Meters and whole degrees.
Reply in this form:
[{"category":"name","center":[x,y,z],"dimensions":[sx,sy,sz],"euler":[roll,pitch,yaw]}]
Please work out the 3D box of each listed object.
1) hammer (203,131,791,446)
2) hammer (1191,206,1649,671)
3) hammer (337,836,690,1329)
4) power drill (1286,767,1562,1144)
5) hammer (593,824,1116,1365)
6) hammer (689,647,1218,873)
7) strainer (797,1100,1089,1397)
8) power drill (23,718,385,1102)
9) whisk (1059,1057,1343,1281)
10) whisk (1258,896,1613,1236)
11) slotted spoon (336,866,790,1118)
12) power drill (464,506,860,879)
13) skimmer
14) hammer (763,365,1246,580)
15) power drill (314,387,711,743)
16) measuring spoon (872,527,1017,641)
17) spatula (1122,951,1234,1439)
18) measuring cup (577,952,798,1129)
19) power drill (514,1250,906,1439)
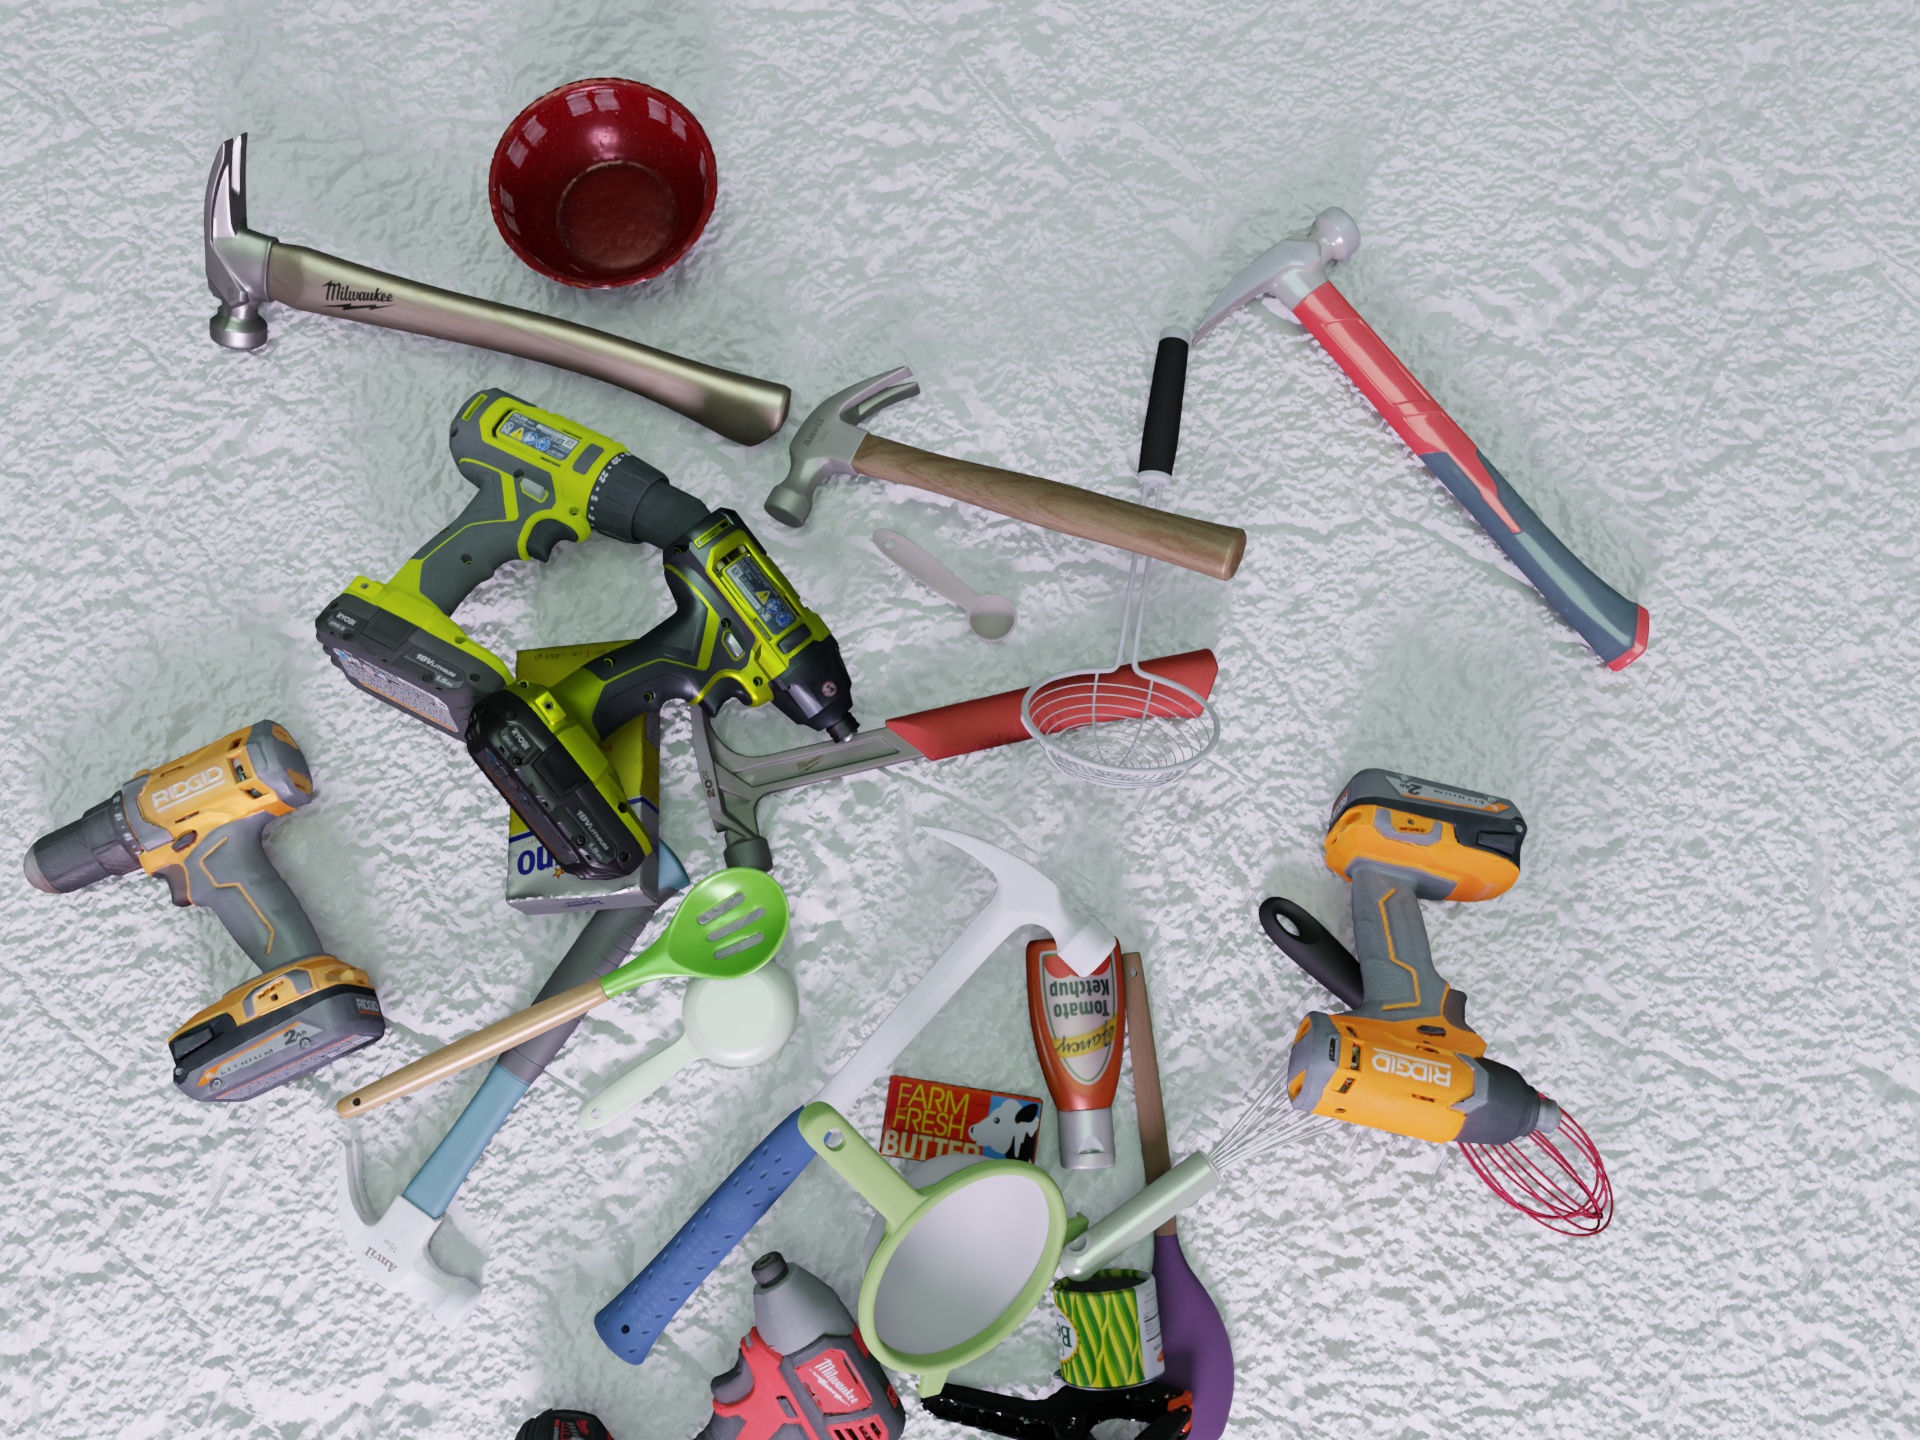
[{"category":"hammer","center":[-0.317,-0.280,1.102],"dimensions":[0.410,0.038,0.146],"euler":[15,123,-3]},{"category":"hammer","center":[0.334,-0.181,1.127],"dimensions":[0.143,0.038,0.386],"euler":[-38,83,-6]},{"category":"hammer","center":[-0.284,0.221,1.047],"dimensions":[0.128,0.033,0.331],"euler":[33,81,4]},{"category":"power drill","center":[0.303,0.156,1.013],"dimensions":[0.164,0.084,0.227],"euler":[14,61,1]},{"category":"hammer","center":[-0.088,0.242,1.019],"dimensions":[0.144,0.035,0.405],"euler":[42,89,5]},{"category":"hammer","center":[-0.002,-0.003,1.090],"dimensions":[0.359,0.036,0.149],"euler":[-13,81,-3]},{"category":"strainer","center":[-0.036,0.293,0.969],"dimensions":[0.151,0.069,0.256],"euler":[-44,127,-11]},{"category":"power drill","center":[-0.494,0.133,1.037],"dimensions":[0.185,0.084,0.226],"euler":[-24,77,-5]},{"category":"whisk","center":[0.167,0.283,1.025],"dimensions":[0.246,0.058,0.059],"euler":[-33,107,-10]},{"category":"whisk","center":[0.310,0.222,1.047],"dimensions":[0.296,0.073,0.073],"euler":[44,82,12]},{"category":"slotted spoon","center":[-0.254,0.182,1.025],"dimensions":[0.314,0.031,0.070],"euler":[-25,78,-4]},{"category":"power drill","center":[-0.180,-0.007,1.005],"dimensions":[0.223,0.080,0.171],"euler":[-41,100,-25]},{"category":"skimmer","center":[0.124,-0.121,1.060],"dimensions":[0.127,0.090,0.363],"euler":[8,70,6]},{"category":"hammer","center":[0.032,-0.154,1.064],"dimensions":[0.331,0.031,0.130],"euler":[19,74,23]},{"category":"power drill","center":[-0.292,-0.102,1.056],"dimensions":[0.190,0.080,0.229],"euler":[26,64,10]},{"category":"measuring spoon","center":[-0.012,-0.096,1.120],"dimensions":[0.124,0.018,0.034],"euler":[37,83,12]},{"category":"spatula","center":[0.134,0.311,1.046],"dimensions":[0.060,0.018,0.316],"euler":[-7,81,1]},{"category":"measuring cup","center":[-0.183,0.217,1.045],"dimensions":[0.167,0.038,0.083],"euler":[-35,82,-9]},{"category":"power drill","center":[-0.157,0.433,0.979],"dimensions":[0.219,0.078,0.143],"euler":[-29,98,-9]}]
